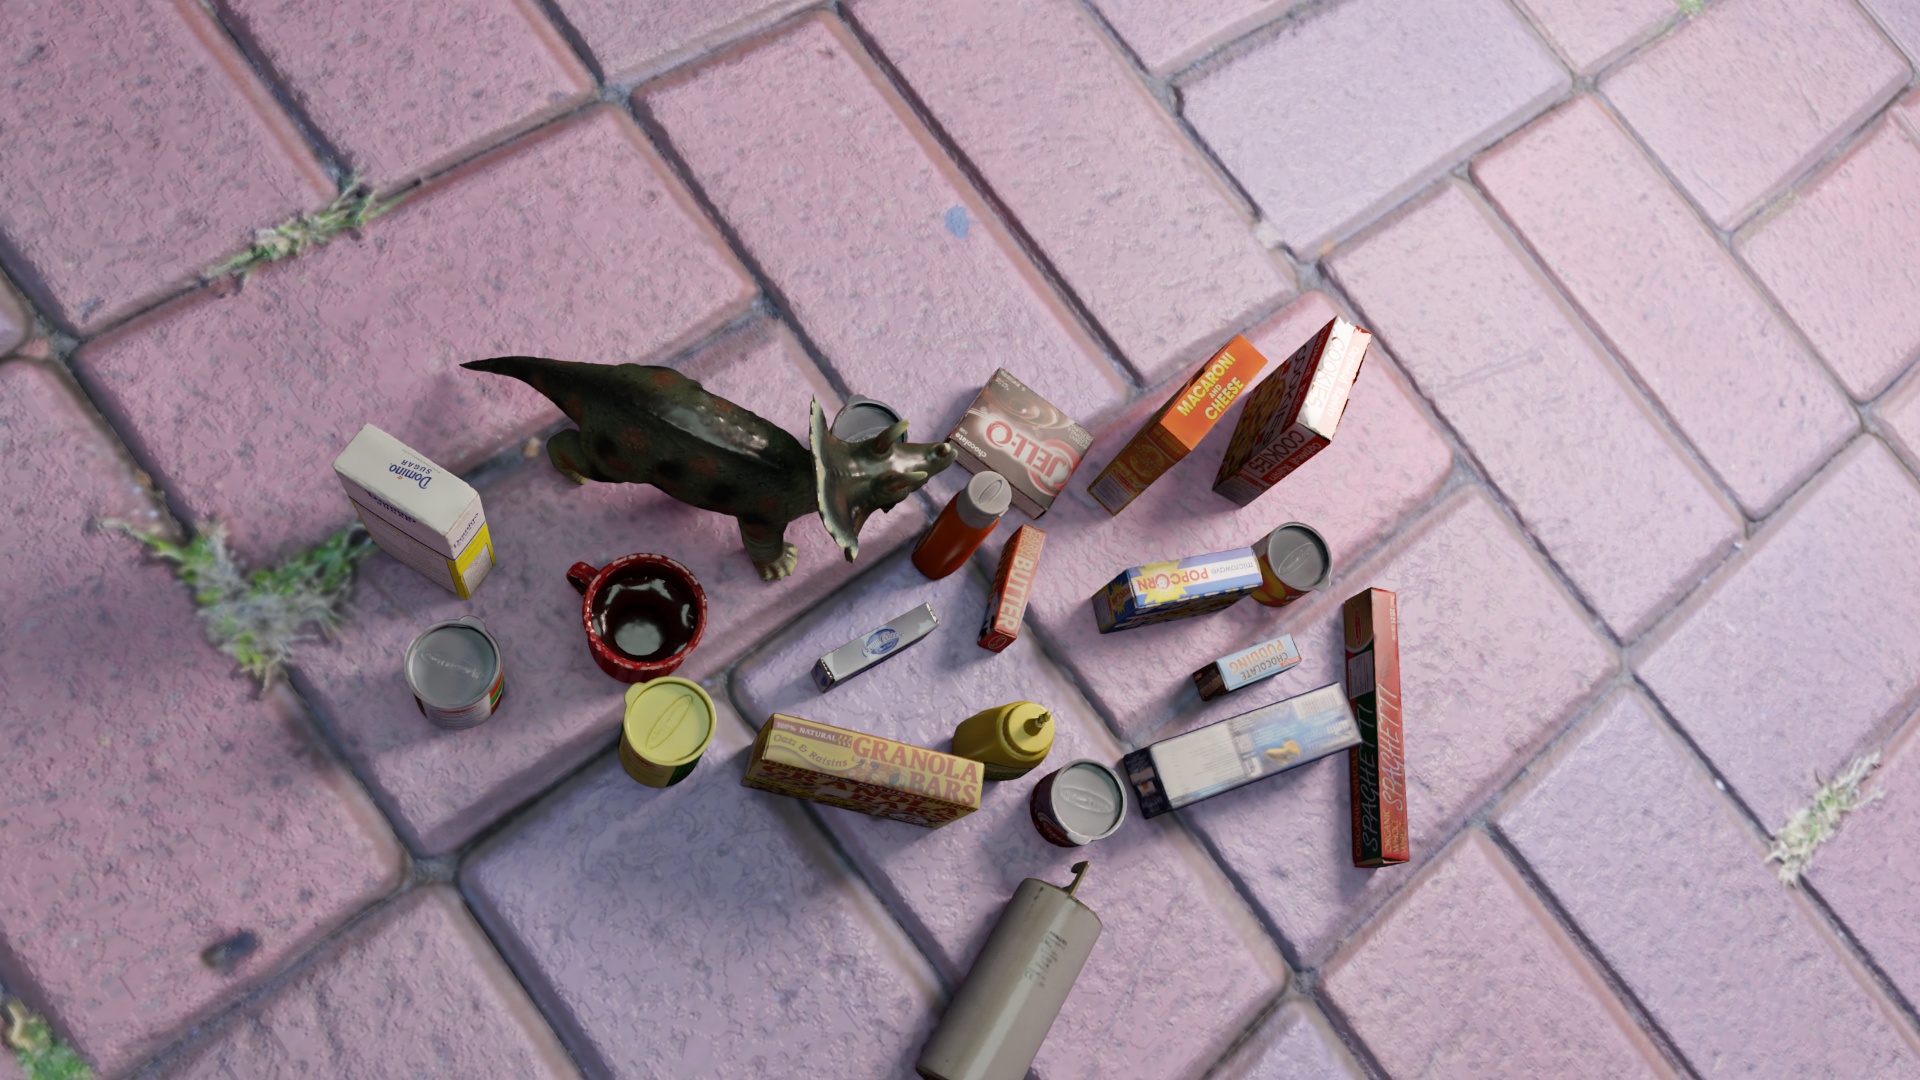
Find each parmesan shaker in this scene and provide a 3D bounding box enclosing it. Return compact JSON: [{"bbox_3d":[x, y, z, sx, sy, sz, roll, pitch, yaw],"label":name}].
[{"bbox_3d":[-0.226,0.145,1.052,0.071,0.102,0.071,5,70,-15],"label":"parmesan shaker"}]

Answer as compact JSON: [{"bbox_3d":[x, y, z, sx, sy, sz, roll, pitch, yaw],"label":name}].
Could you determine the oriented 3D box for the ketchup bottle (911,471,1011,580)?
[{"bbox_3d":[0.004,-0.014,1.153,0.043,0.148,0.065,44,65,1],"label":"ketchup bottle"}]

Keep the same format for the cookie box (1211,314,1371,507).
[{"bbox_3d":[0.301,-0.115,1.267,0.040,0.166,0.123,28,66,-6],"label":"cookie box"}]

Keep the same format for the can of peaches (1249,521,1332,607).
[{"bbox_3d":[0.300,0.025,1.278,0.071,0.058,0.071,5,70,-15],"label":"can of peaches"}]

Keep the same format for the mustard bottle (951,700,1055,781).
[{"bbox_3d":[0.039,0.157,1.096,0.065,0.159,0.049,9,69,-14],"label":"mustard bottle"}]

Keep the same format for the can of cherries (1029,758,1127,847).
[{"bbox_3d":[0.095,0.220,1.147,0.071,0.058,0.071,5,70,-15],"label":"can of cherries"}]

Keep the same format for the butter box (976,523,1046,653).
[{"bbox_3d":[0.044,0.041,1.198,0.024,0.053,0.104,21,67,-9],"label":"butter box"}]

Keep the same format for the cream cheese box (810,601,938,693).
[{"bbox_3d":[-0.071,0.089,1.146,0.104,0.053,0.024,-27,81,-23],"label":"cream cheese box"}]

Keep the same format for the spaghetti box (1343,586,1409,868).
[{"bbox_3d":[0.374,0.168,1.253,0.029,0.050,0.251,9,69,-14],"label":"spaghetti box"}]

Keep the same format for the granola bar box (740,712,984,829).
[{"bbox_3d":[-0.078,0.180,1.073,0.166,0.123,0.039,15,68,-11],"label":"granola bar box"}]

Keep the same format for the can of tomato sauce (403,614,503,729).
[{"bbox_3d":[-0.375,0.099,1.035,0.071,0.082,0.071,5,70,-15],"label":"can of tomato sauce"}]

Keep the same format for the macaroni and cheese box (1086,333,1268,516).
[{"bbox_3d":[0.188,-0.100,1.229,0.040,0.166,0.124,43,65,1],"label":"macaroni and cheese box"}]

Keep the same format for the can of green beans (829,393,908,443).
[{"bbox_3d":[-0.084,-0.081,1.200,0.071,0.057,0.071,5,70,-15],"label":"can of green beans"}]

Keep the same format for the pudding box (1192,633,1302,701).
[{"bbox_3d":[0.256,0.114,1.237,0.084,0.049,0.030,-17,77,-21],"label":"pudding box"}]

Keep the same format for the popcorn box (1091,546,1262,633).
[{"bbox_3d":[0.190,0.044,1.223,0.127,0.085,0.038,-9,75,-19],"label":"popcorn box"}]
